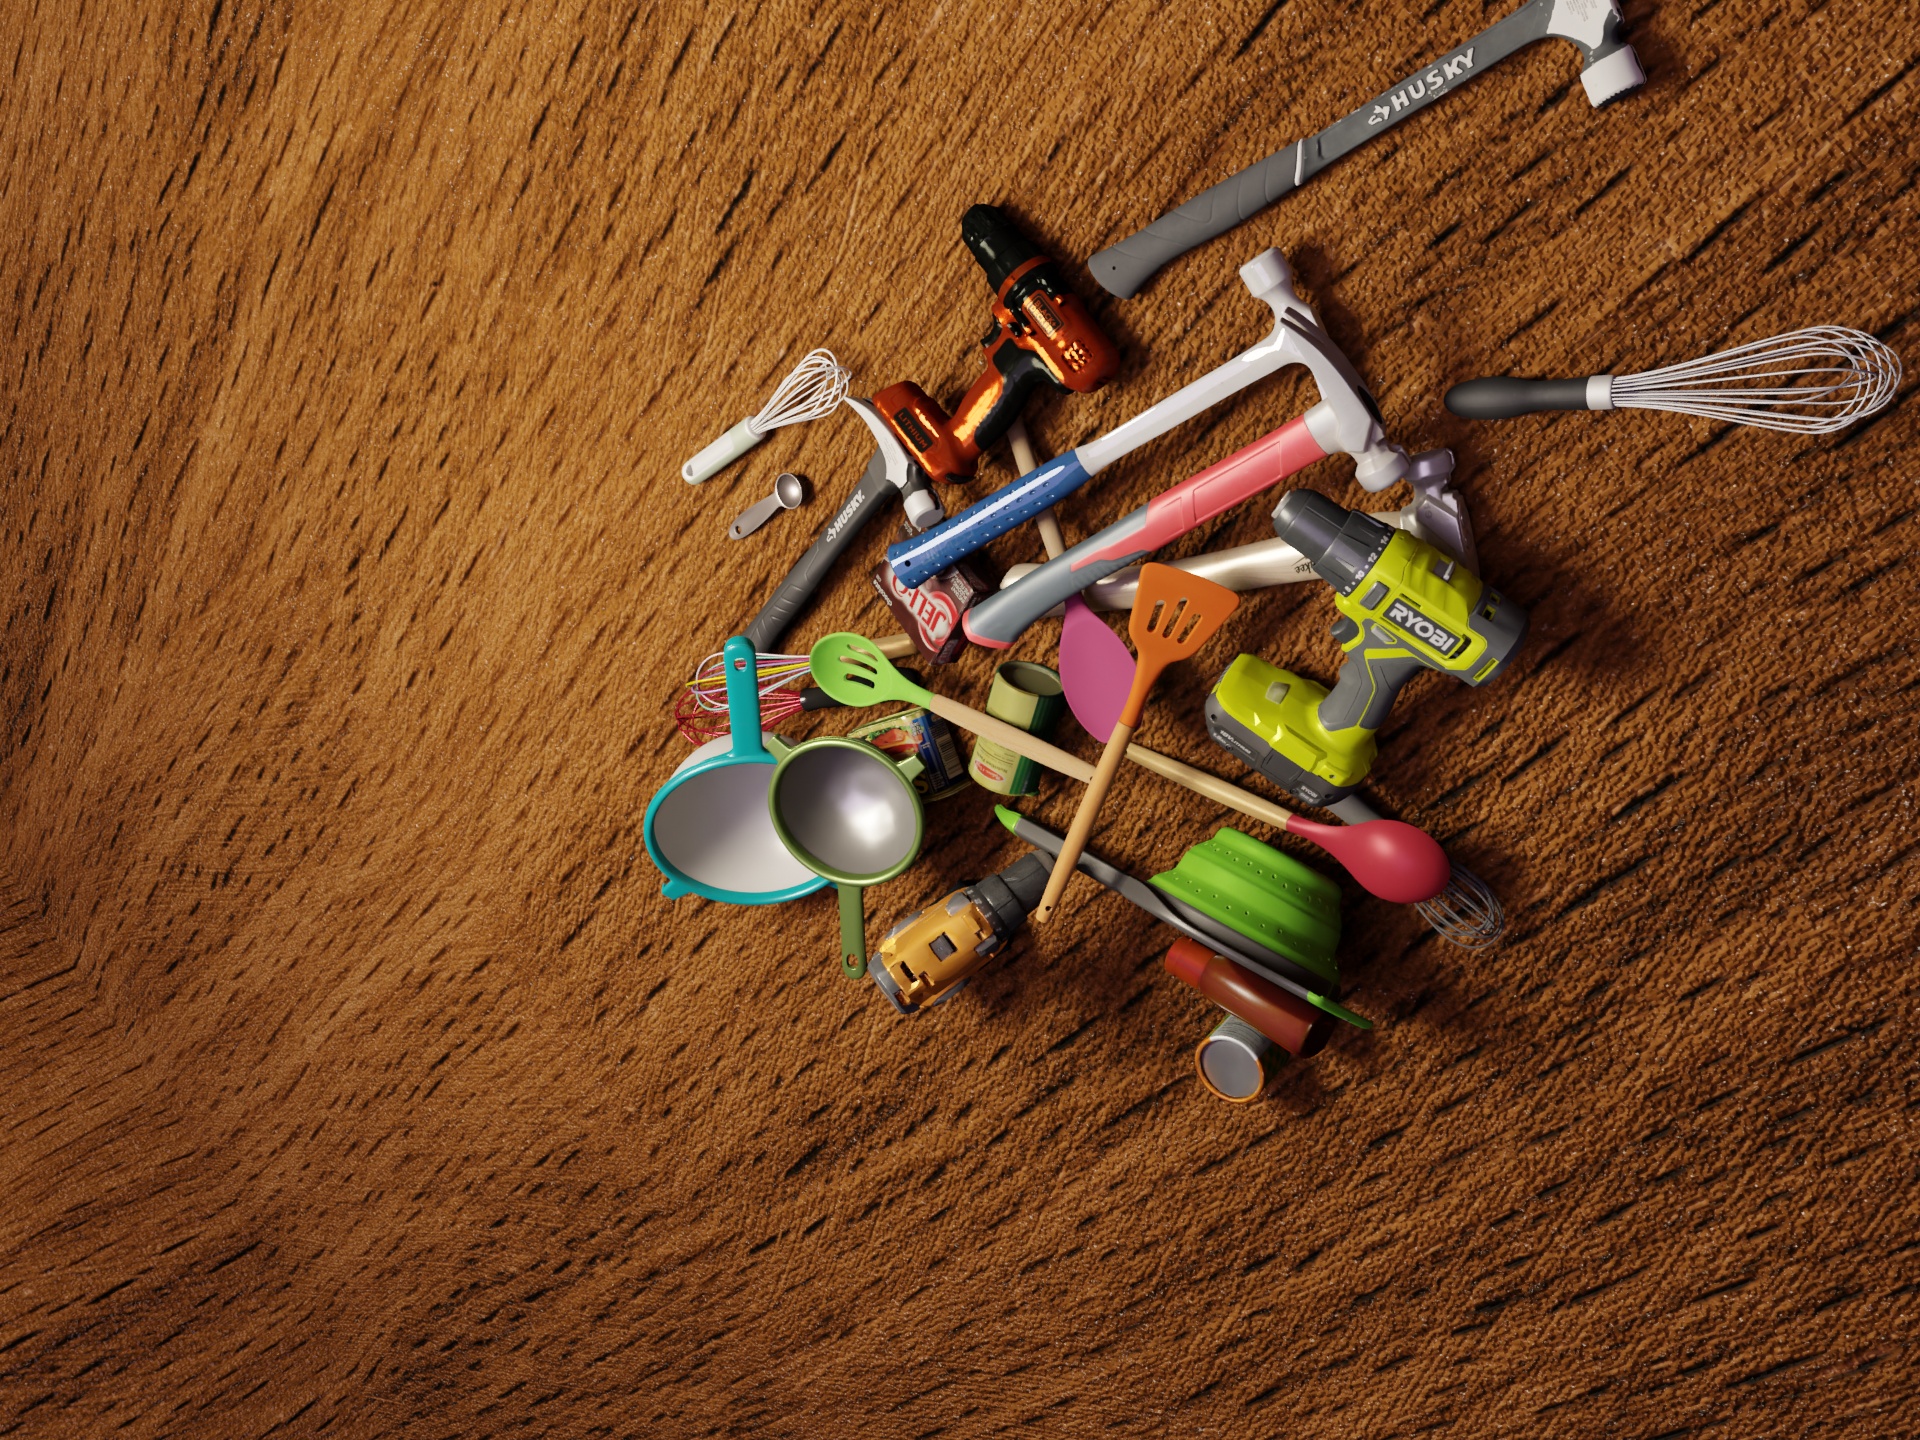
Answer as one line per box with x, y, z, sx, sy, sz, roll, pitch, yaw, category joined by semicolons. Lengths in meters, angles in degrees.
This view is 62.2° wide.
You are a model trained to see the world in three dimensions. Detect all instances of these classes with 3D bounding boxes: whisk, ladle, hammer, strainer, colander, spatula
-0.167;-0.018;1.560;0.296;0.073;0.073;-9;102;31;whisk
0.247;0.071;1.289;0.316;0.031;0.069;25;122;39;ladle
0.256;-0.410;1.125;0.409;0.036;0.149;-22;93;39;hammer
-0.187;-0.275;1.479;0.246;0.059;0.058;-24;81;43;whisk
-0.094;0.119;1.478;0.151;0.069;0.256;7;117;15;strainer
0.457;-0.217;1.048;0.285;0.070;0.070;5;110;38;whisk
0.206;-0.109;1.276;0.411;0.038;0.146;-6;105;37;hammer
0.186;0.122;1.341;0.397;0.204;0.094;27;88;42;colander
0.110;-0.204;1.259;0.405;0.035;0.144;-27;100;30;hammer
0.330;0.091;1.260;0.239;0.055;0.055;43;126;20;whisk
-0.202;0.033;1.527;0.211;0.095;0.340;-2;132;-5;strainer
-0.153;-0.051;1.510;0.245;0.047;0.051;-10;59;20;whisk
-0.132;-0.156;1.479;0.334;0.035;0.146;-45;61;43;hammer
0.139;-0.161;1.218;0.386;0.038;0.143;-27;109;37;hammer
0.125;0.026;1.277;0.081;0.041;0.322;21;107;-3;spatula

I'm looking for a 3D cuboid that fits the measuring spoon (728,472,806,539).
-0.185;-0.203;1.529;0.124;0.018;0.034;-26;89;45;measuring spoon

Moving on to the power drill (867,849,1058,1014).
0.007;0.185;1.424;0.185;0.226;0.084;-37;84;-6;power drill

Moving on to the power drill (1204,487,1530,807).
0.276;-0.054;1.173;0.190;0.080;0.228;34;138;3;power drill

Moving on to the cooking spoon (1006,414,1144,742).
0.083;-0.135;1.321;0.069;0.017;0.319;-22;82;29;cooking spoon

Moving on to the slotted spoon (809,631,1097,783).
-0.002;-0.004;1.385;0.314;0.031;0.070;24;119;28;slotted spoon
